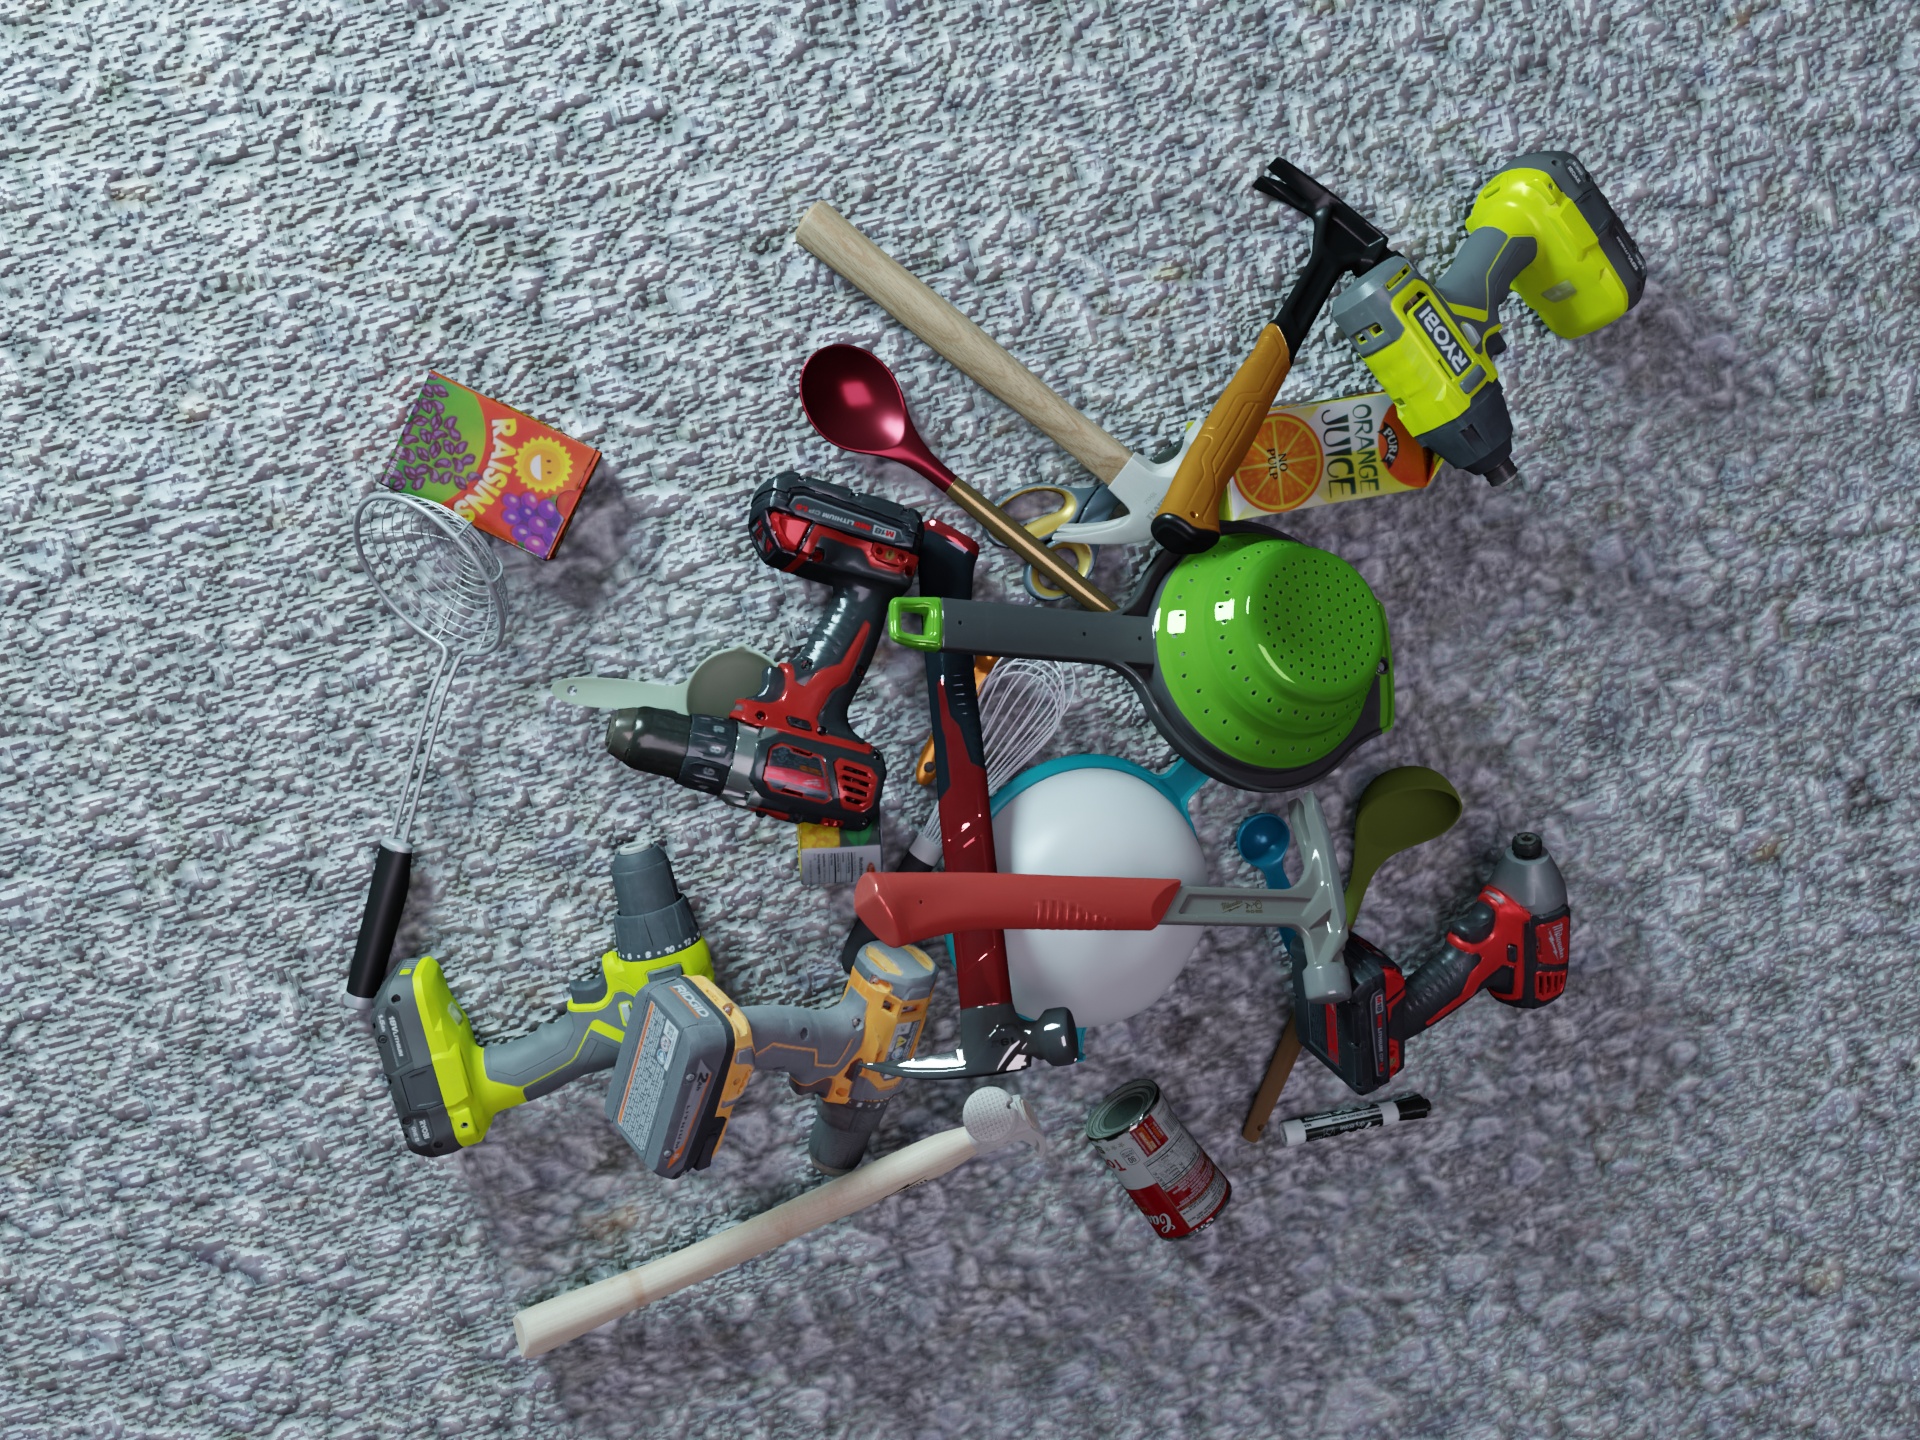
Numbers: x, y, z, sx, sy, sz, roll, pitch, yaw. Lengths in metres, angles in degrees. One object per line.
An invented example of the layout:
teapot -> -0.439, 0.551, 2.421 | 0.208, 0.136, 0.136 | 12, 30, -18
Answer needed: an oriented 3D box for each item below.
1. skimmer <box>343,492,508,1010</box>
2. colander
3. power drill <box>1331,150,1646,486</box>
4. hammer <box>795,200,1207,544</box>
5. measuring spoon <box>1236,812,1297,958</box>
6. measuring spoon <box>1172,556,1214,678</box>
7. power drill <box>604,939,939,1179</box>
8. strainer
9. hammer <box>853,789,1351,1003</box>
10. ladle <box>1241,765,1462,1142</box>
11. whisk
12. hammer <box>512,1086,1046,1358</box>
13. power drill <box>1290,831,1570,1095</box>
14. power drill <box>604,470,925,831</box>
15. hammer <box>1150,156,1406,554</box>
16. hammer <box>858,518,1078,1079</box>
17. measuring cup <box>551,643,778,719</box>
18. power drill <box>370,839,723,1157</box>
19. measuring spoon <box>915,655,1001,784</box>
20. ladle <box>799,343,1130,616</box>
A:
skimmer -> -0.389, 0.028, 1.078 | 0.127, 0.090, 0.363 | 19, 97, 23
colander -> 0.151, -0.062, 1.090 | 0.397, 0.094, 0.205 | 4, 75, -20
power drill -> 0.377, -0.282, 1.116 | 0.223, 0.080, 0.171 | -44, 101, -24
hammer -> 0.021, -0.244, 1.106 | 0.331, 0.031, 0.130 | 38, 118, 0
measuring spoon -> 0.241, 0.127, 1.219 | 0.042, 0.021, 0.128 | -23, 108, -8
measuring spoon -> 0.172, -0.088, 1.180 | 0.034, 0.018, 0.124 | 12, 94, -9
power drill -> -0.127, 0.250, 1.099 | 0.226, 0.084, 0.185 | -1, 116, -44
strainer -> 0.144, 0.090, 1.139 | 0.340, 0.095, 0.210 | -46, 115, -6
hammer -> 0.102, 0.111, 1.043 | 0.359, 0.036, 0.149 | 5, 67, -26
ladle -> 0.289, 0.182, 1.210 | 0.078, 0.062, 0.320 | 19, 97, -26
whisk -> -0.008, 0.066, 1.157 | 0.070, 0.070, 0.284 | 32, 96, -10
hammer -> -0.132, 0.371, 1.160 | 0.410, 0.146, 0.038 | -25, 65, 4
power drill -> 0.358, 0.174, 1.179 | 0.219, 0.079, 0.143 | -20, 119, -19
power drill -> -0.127, -0.048, 1.078 | 0.187, 0.080, 0.227 | 15, 80, -16
hammer -> 0.201, -0.243, 1.077 | 0.127, 0.034, 0.337 | 36, 60, -9
hammer -> -0.014, 0.048, 1.090 | 0.143, 0.038, 0.386 | -10, 73, 12
measuring cup -> -0.202, -0.018, 1.126 | 0.167, 0.038, 0.083 | 4, 96, -7
power drill -> -0.285, 0.199, 1.120 | 0.228, 0.080, 0.190 | -14, 100, -9
measuring spoon -> -0.002, -0.004, 1.168 | 0.021, 0.011, 0.117 | 28, 92, -10
ladle -> 0.015, -0.153, 1.133 | 0.315, 0.031, 0.069 | 39, 85, -5
